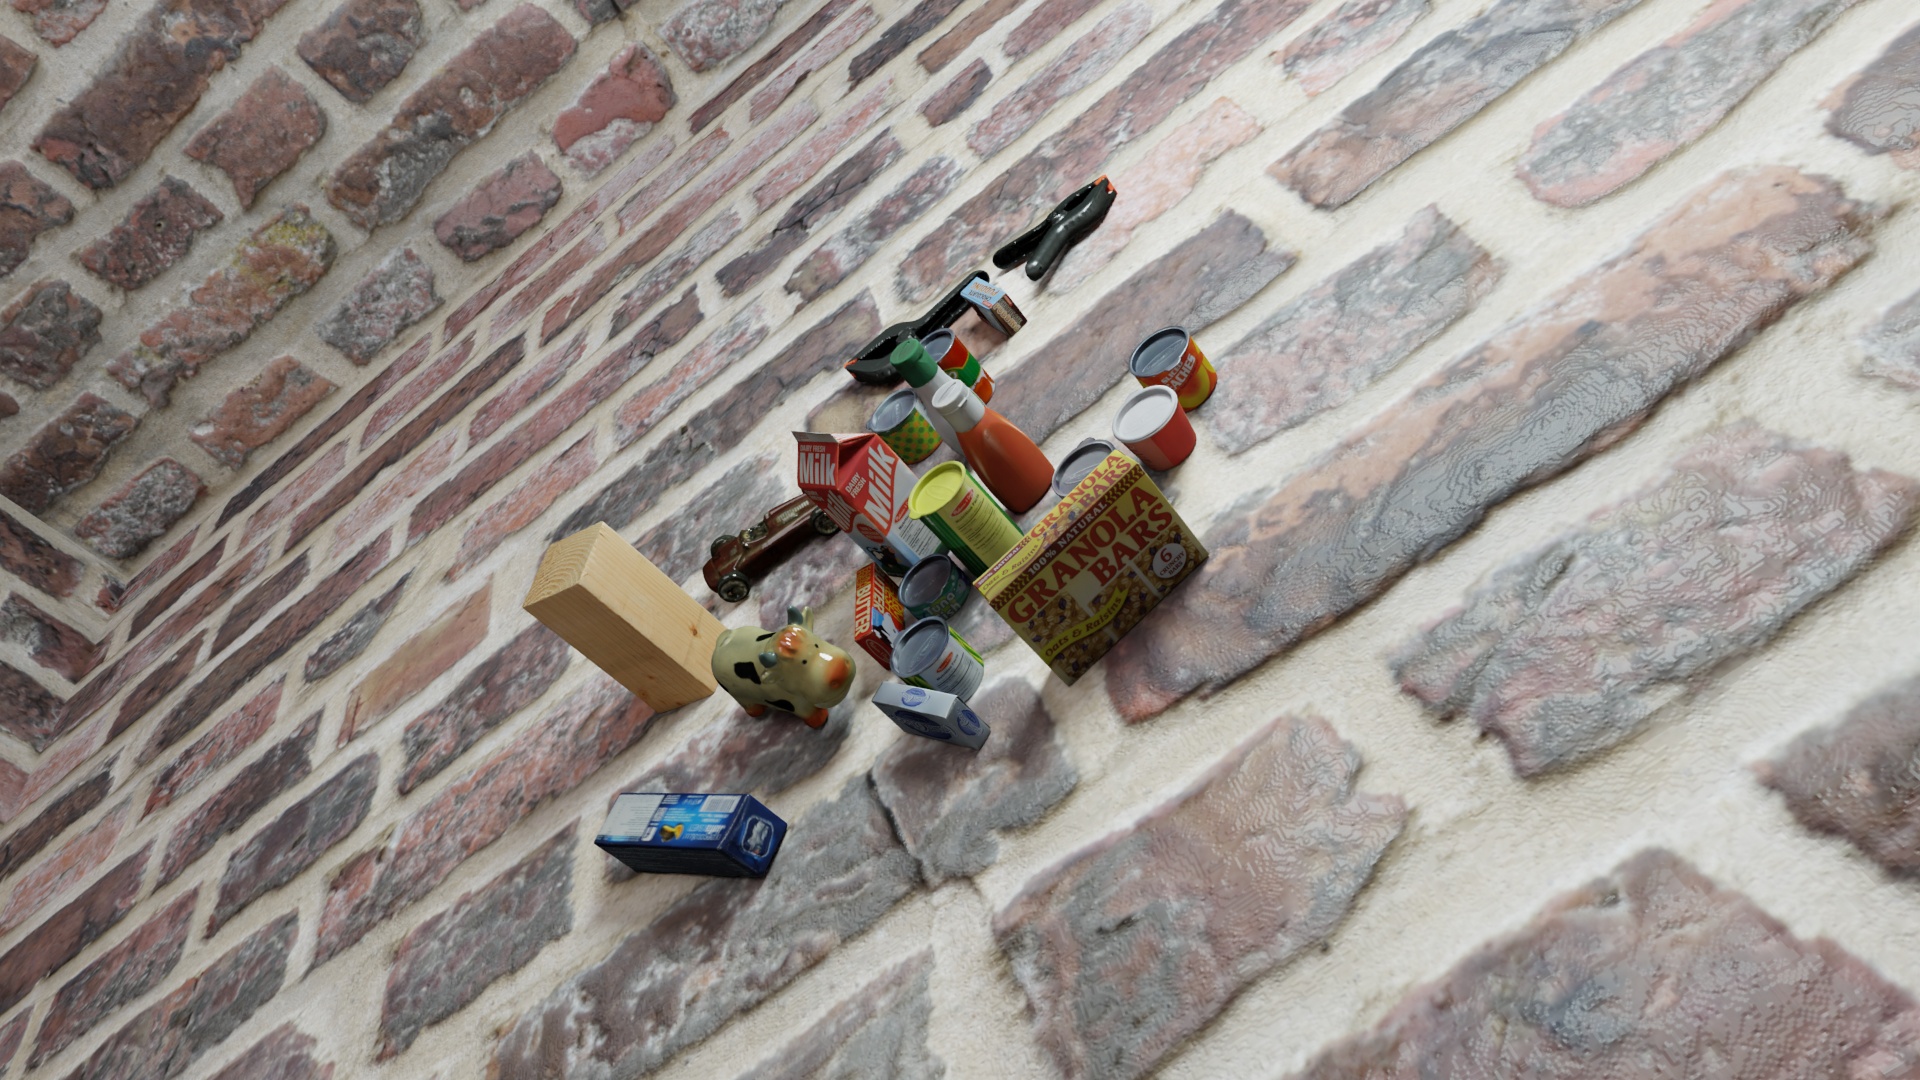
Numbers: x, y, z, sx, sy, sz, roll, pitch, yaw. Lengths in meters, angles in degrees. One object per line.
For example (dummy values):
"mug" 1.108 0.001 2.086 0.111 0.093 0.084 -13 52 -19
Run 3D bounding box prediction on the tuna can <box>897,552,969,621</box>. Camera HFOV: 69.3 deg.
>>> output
"tuna can" -0.025 0.049 1.354 0.071 0.032 0.071 -27 36 22

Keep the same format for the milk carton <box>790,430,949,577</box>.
"milk carton" -0.090 -0.046 1.385 0.072 0.190 0.074 6 57 50

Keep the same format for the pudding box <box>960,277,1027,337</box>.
"pudding box" 0.039 -0.275 1.636 0.030 0.049 0.084 -45 33 -2

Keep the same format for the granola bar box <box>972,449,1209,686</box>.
"granola bar box" 0.110 0.023 1.159 0.165 0.124 0.039 -43 33 0

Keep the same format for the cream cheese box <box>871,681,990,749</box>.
"cream cheese box" -0.026 0.153 1.220 0.104 0.053 0.024 4 55 48

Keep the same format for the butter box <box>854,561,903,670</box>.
"butter box" -0.079 0.074 1.364 0.024 0.053 0.104 -29 36 20

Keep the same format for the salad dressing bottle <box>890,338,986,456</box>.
"salad dressing bottle" -0.017 -0.149 1.463 0.044 0.147 0.064 -9 46 41

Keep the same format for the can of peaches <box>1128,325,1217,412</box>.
"can of peaches" 0.204 -0.161 1.328 0.071 0.058 0.071 -27 36 22

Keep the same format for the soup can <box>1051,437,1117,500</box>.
"soup can" 0.132 -0.041 1.245 0.071 0.083 0.072 -27 36 23

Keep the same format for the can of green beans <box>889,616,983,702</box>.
"can of green beans" -0.021 0.112 1.257 0.071 0.057 0.071 -27 36 22

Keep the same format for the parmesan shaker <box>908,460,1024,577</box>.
"parmesan shaker" 0.005 -0.017 1.333 0.071 0.103 0.072 -28 36 23

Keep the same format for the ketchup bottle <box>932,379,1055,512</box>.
"ketchup bottle" 0.030 -0.094 1.352 0.065 0.148 0.043 -51 34 -11

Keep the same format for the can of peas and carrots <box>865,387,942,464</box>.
"can of peas and carrots" -0.061 -0.127 1.565 0.071 0.058 0.071 -27 36 22

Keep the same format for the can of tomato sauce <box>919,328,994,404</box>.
"can of tomato sauce" -0.011 -0.184 1.555 0.071 0.083 0.071 -27 36 23

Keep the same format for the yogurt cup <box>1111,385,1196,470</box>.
"yogurt cup" 0.182 -0.102 1.288 0.072 0.054 0.073 -27 36 22
